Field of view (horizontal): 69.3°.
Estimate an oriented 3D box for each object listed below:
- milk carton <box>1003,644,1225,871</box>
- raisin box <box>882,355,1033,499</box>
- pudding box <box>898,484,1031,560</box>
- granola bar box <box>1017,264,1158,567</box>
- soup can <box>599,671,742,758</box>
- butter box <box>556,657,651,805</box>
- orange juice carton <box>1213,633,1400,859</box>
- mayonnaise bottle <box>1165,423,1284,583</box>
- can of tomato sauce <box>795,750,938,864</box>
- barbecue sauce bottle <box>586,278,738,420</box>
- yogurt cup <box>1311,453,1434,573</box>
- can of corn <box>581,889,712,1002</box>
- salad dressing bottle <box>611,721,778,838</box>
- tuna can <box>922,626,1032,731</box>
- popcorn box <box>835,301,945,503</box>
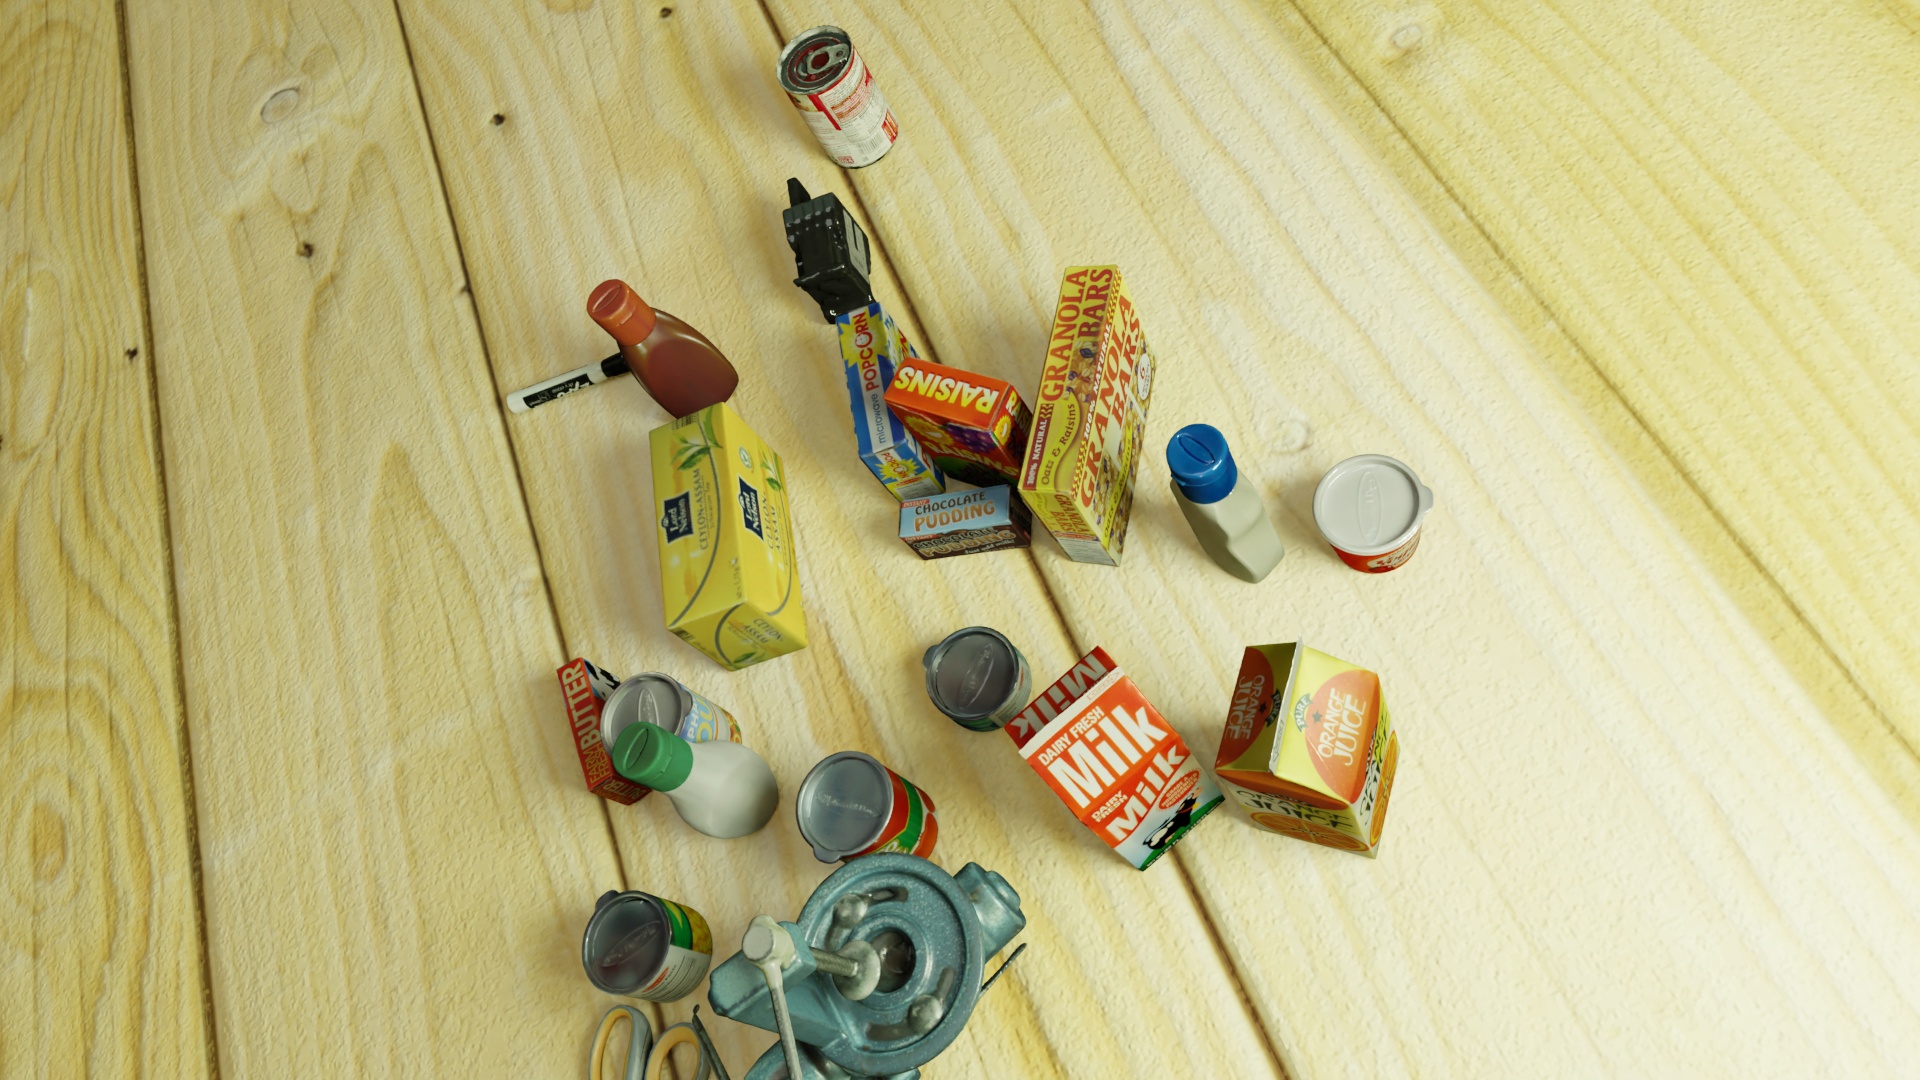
[{"bbox_3d":[0.087,0.124,0.798,0.072,0.190,0.073,-42,59,0],"label":"milk carton"},{"bbox_3d":[0.011,-0.074,0.959,0.086,0.123,0.040,19,75,28],"label":"raisin box"},{"bbox_3d":[0.003,-0.012,0.977,0.083,0.049,0.030,-8,64,18],"label":"pudding box"},{"bbox_3d":[0.088,-0.082,0.932,0.039,0.124,0.166,4,68,23],"label":"granola bar box"},{"bbox_3d":[-0.198,0.135,0.969,0.071,0.083,0.071,-9,64,18],"label":"soup can"},{"bbox_3d":[-0.259,0.139,1.009,0.024,0.053,0.104,-29,59,7],"label":"butter box"},{"bbox_3d":[0.191,0.114,0.760,0.073,0.192,0.072,10,71,26],"label":"orange juice carton"},{"bbox_3d":[0.161,-0.024,0.862,0.041,0.147,0.065,-46,59,-2],"label":"mayonnaise bottle"},{"bbox_3d":[-0.058,0.180,0.893,0.071,0.083,0.071,-9,64,18],"label":"can of tomato sauce"},{"bbox_3d":[-0.232,-0.147,1.075,0.065,0.148,0.044,-44,59,-2],"label":"barbecue sauce bottle"},{"bbox_3d":[0.259,-0.013,0.873,0.072,0.054,0.072,-9,64,18],"label":"yogurt cup"},{"bbox_3d":[-0.209,0.269,0.926,0.071,0.058,0.071,-9,64,18],"label":"can of corn"},{"bbox_3d":[-0.172,0.155,0.912,0.044,0.147,0.064,19,75,28],"label":"salad dressing bottle"},{"bbox_3d":[0.011,0.093,0.935,0.071,0.032,0.071,-9,64,18],"label":"tuna can"},{"bbox_3d":[-0.051,-0.099,1.018,0.038,0.085,0.127,-19,61,13],"label":"popcorn box"}]
